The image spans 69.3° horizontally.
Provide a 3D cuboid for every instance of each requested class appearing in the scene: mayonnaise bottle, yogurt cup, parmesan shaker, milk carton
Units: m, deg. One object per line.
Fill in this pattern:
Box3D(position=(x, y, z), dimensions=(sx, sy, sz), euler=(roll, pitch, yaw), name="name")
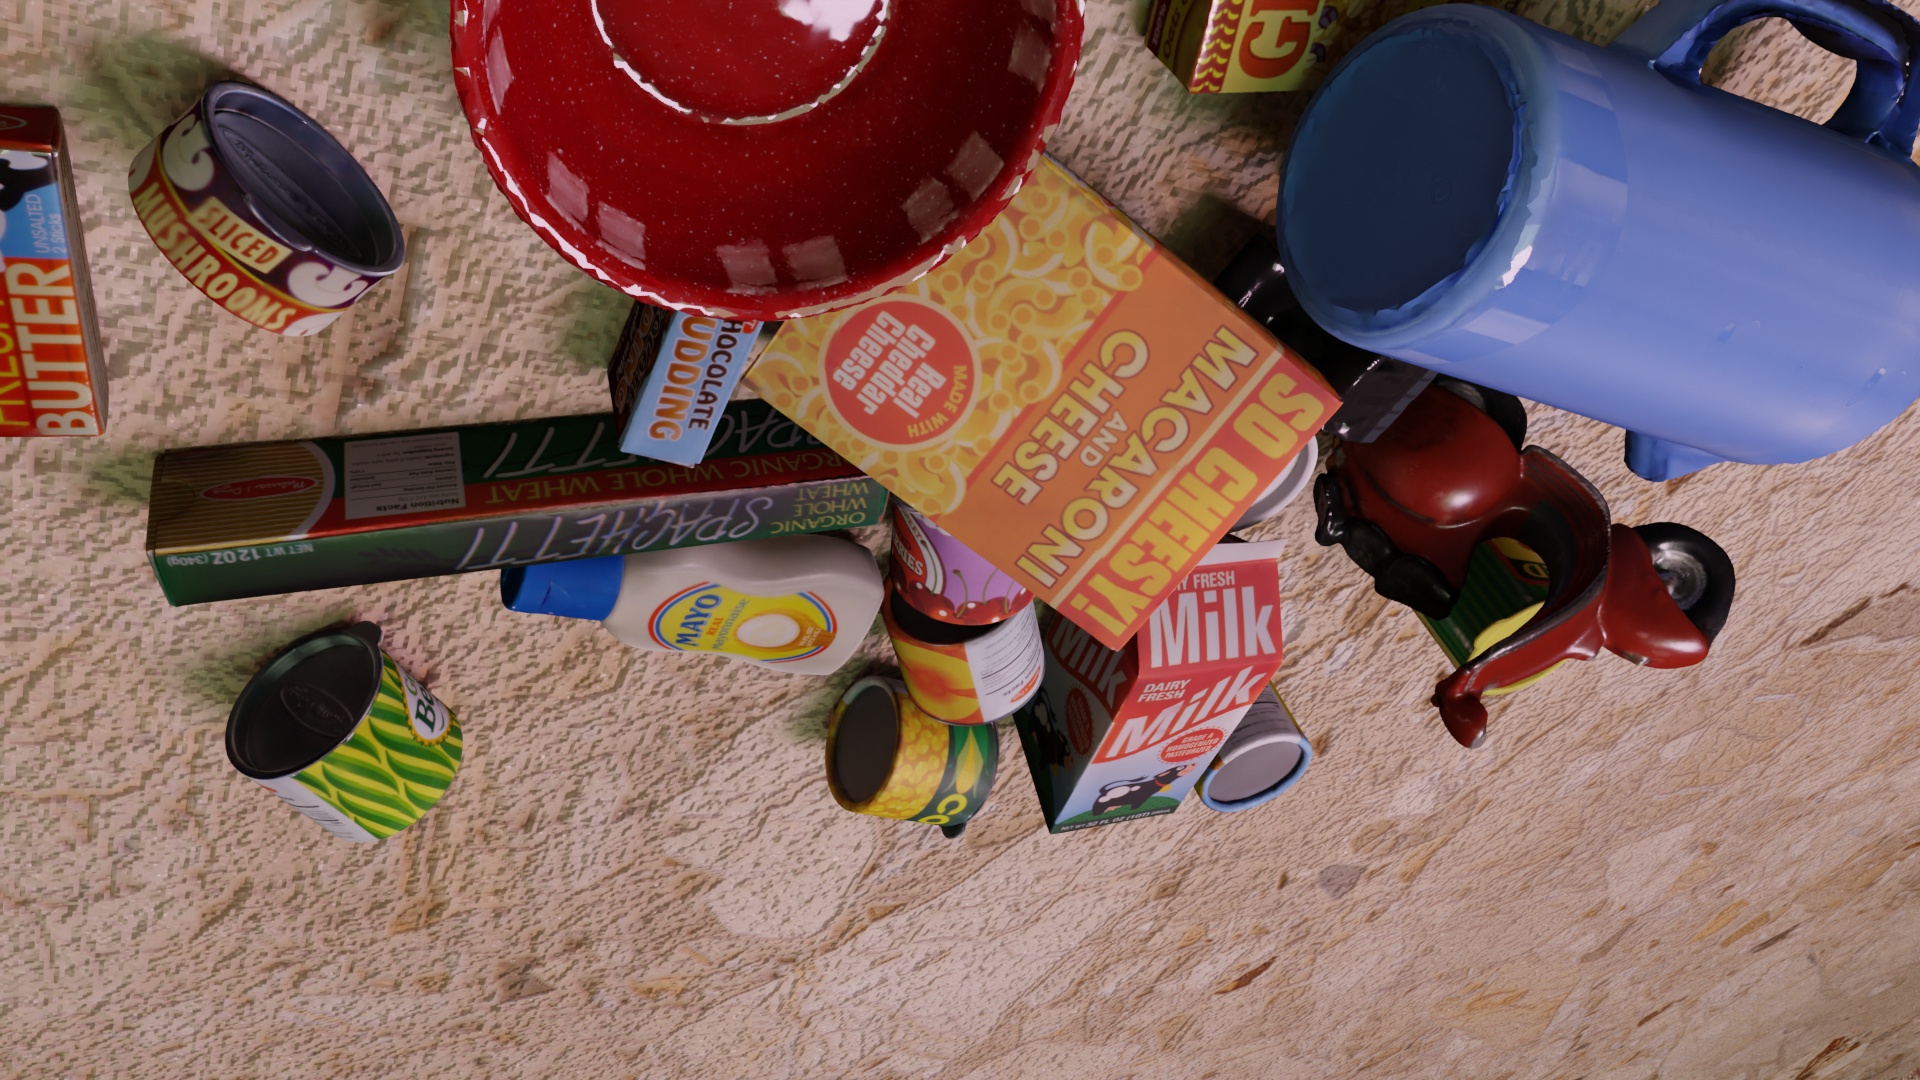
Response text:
Box3D(position=(-0.108, 0.020, 0.566), dimensions=(0.148, 0.041, 0.064), euler=(10, 130, -32), name="mayonnaise bottle")
Box3D(position=(0.109, -0.044, 0.589), dimensions=(0.072, 0.054, 0.072), euler=(-13, 137, -12), name="yogurt cup")
Box3D(position=(0.245, 0.014, 0.672), dimensions=(0.071, 0.103, 0.071), euler=(-13, 137, -12), name="parmesan shaker")
Box3D(position=(0.087, 0.059, 0.647), dimensions=(0.072, 0.074, 0.189), euler=(-5, 144, -19), name="milk carton")

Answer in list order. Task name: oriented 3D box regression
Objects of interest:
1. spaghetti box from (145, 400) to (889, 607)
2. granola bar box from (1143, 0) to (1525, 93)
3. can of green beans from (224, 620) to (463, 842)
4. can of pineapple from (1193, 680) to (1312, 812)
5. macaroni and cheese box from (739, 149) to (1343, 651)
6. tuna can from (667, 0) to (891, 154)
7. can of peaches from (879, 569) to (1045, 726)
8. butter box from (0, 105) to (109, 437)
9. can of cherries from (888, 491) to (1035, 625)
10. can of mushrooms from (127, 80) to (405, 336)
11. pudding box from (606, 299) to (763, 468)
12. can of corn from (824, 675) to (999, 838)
Box3D(position=(-0.150, -0.018, 0.503), dimensions=(0.251, 0.050, 0.028), euler=(-7, 137, -18), name="spaghetti box")
Box3D(position=(0.135, -0.225, 0.429), dimensions=(0.124, 0.039, 0.164), euler=(-8, 136, -18), name="granola bar box")
Box3D(position=(-0.240, 0.077, 0.546), dimensions=(0.071, 0.071, 0.057), euler=(-25, 138, 1), name="can of green beans")
Box3D(position=(0.149, 0.107, 0.756), dimensions=(0.071, 0.058, 0.070), euler=(-13, 137, -12), name="can of pineapple")
Box3D(position=(0.028, -0.057, 0.487), dimensions=(0.166, 0.040, 0.123), euler=(36, 108, -11), name="macaroni and cheese box")
Box3D(position=(-0.056, -0.155, 0.419), dimensions=(0.071, 0.033, 0.070), euler=(-13, 137, -12), name="tuna can")
Box3D(position=(-0.001, 0.039, 0.617), dimensions=(0.071, 0.071, 0.057), euler=(-19, 138, -5), name="can of peaches")
Box3D(position=(-0.284, -0.075, 0.404), dimensions=(0.053, 0.024, 0.103), euler=(-2, 133, -23), name="butter box")
Box3D(position=(0.002, -0.007, 0.570), dimensions=(0.071, 0.072, 0.058), euler=(-9, 137, -16), name="can of cherries")
Box3D(position=(-0.195, -0.092, 0.392), dimensions=(0.033, 0.071, 0.071), euler=(-34, 137, 13), name="can of mushrooms")
Box3D(position=(-0.092, -0.072, 0.474), dimensions=(0.030, 0.050, 0.083), euler=(11, 128, -30), name="pudding box")
Box3D(position=(-0.024, 0.104, 0.667), dimensions=(0.058, 0.071, 0.071), euler=(17, 124, -35), name="can of corn")
